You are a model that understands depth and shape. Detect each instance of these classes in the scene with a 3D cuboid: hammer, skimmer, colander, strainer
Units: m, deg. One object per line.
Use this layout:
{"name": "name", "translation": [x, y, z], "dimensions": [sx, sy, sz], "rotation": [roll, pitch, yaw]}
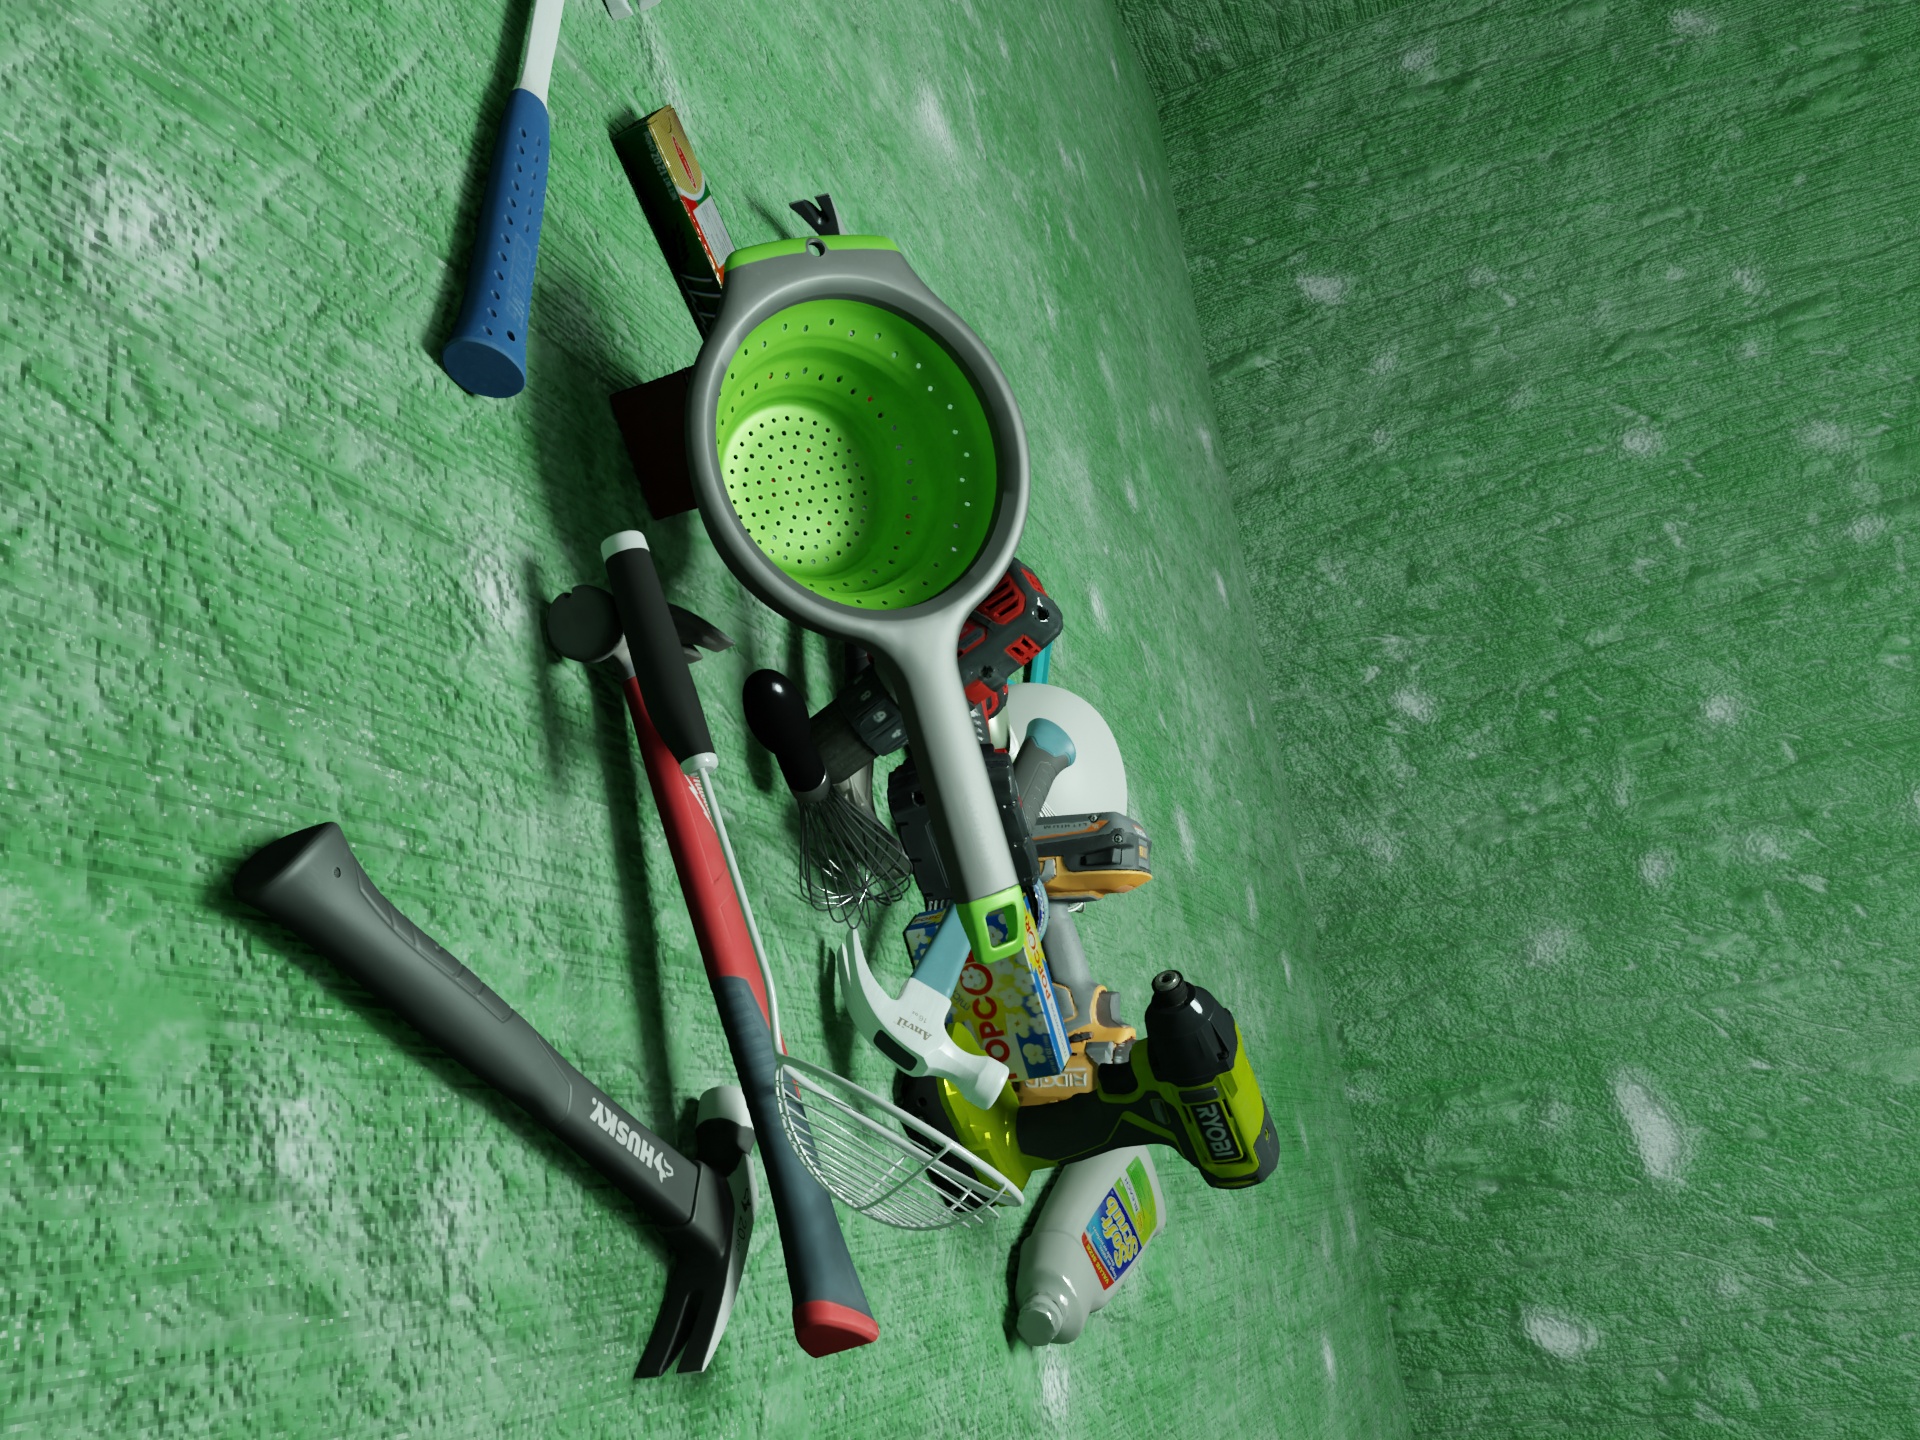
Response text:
{"name": "hammer", "translation": [0.017, 0.107, 1.079], "dimensions": [0.128, 0.033, 0.331], "rotation": [29, 41, 0]}
{"name": "hammer", "translation": [-0.060, -0.067, 1.158], "dimensions": [0.148, 0.037, 0.359], "rotation": [55, 29, -47]}
{"name": "skimmer", "translation": [-0.076, 0.068, 0.749], "dimensions": [0.127, 0.090, 0.363], "rotation": [118, -47, -72]}
{"name": "hammer", "translation": [-0.228, -0.336, 0.865], "dimensions": [0.143, 0.035, 0.406], "rotation": [50, 32, -52]}
{"name": "hammer", "translation": [-0.109, 0.120, 0.806], "dimensions": [0.143, 0.038, 0.386], "rotation": [16, 54, -70]}
{"name": "colander", "translation": [-0.048, -0.059, 0.878], "dimensions": [0.204, 0.094, 0.397], "rotation": [-16, 91, -31]}
{"name": "hammer", "translation": [-0.180, 0.155, 0.669], "dimensions": [0.334, 0.035, 0.146], "rotation": [58, 25, -42]}
{"name": "hammer", "translation": [-0.076, -0.192, 1.115], "dimensions": [0.149, 0.036, 0.409], "rotation": [60, 21, -58]}
{"name": "strainer", "translation": [0.102, 0.010, 1.475], "dimensions": [0.341, 0.095, 0.210], "rotation": [-82, 151, -45]}

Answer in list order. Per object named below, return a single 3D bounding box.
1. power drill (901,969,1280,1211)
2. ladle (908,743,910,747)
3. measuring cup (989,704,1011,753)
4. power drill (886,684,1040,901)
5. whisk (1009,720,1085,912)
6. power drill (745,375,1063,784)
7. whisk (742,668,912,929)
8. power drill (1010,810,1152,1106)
{"name": "power drill", "translation": [0.082, 0.246, 1.056], "dimensions": [0.080, 0.223, 0.171], "rotation": [-75, 146, -55]}
{"name": "ladle", "translation": [0.019, 0.099, 1.286], "dimensions": [0.069, 0.031, 0.315], "rotation": [-93, 158, -48]}
{"name": "measuring cup", "translation": [0.027, 0.034, 1.232], "dimensions": [0.083, 0.038, 0.167], "rotation": [-85, 161, -54]}
{"name": "power drill", "translation": [-0.002, -0.003, 1.048], "dimensions": [0.143, 0.078, 0.220], "rotation": [73, 10, -46]}
{"name": "whisk", "translation": [0.050, 0.053, 1.285], "dimensions": [0.059, 0.058, 0.246], "rotation": [20, -42, 63]}
{"name": "power drill", "translation": [-0.064, -0.085, 0.980], "dimensions": [0.227, 0.188, 0.080], "rotation": [58, 10, 24]}
{"name": "whisk", "translation": [-0.079, 0.047, 0.880], "dimensions": [0.284, 0.070, 0.070], "rotation": [74, 11, -61]}
{"name": "power drill", "translation": [0.107, 0.186, 1.192], "dimensions": [0.084, 0.185, 0.226], "rotation": [27, 59, -65]}
